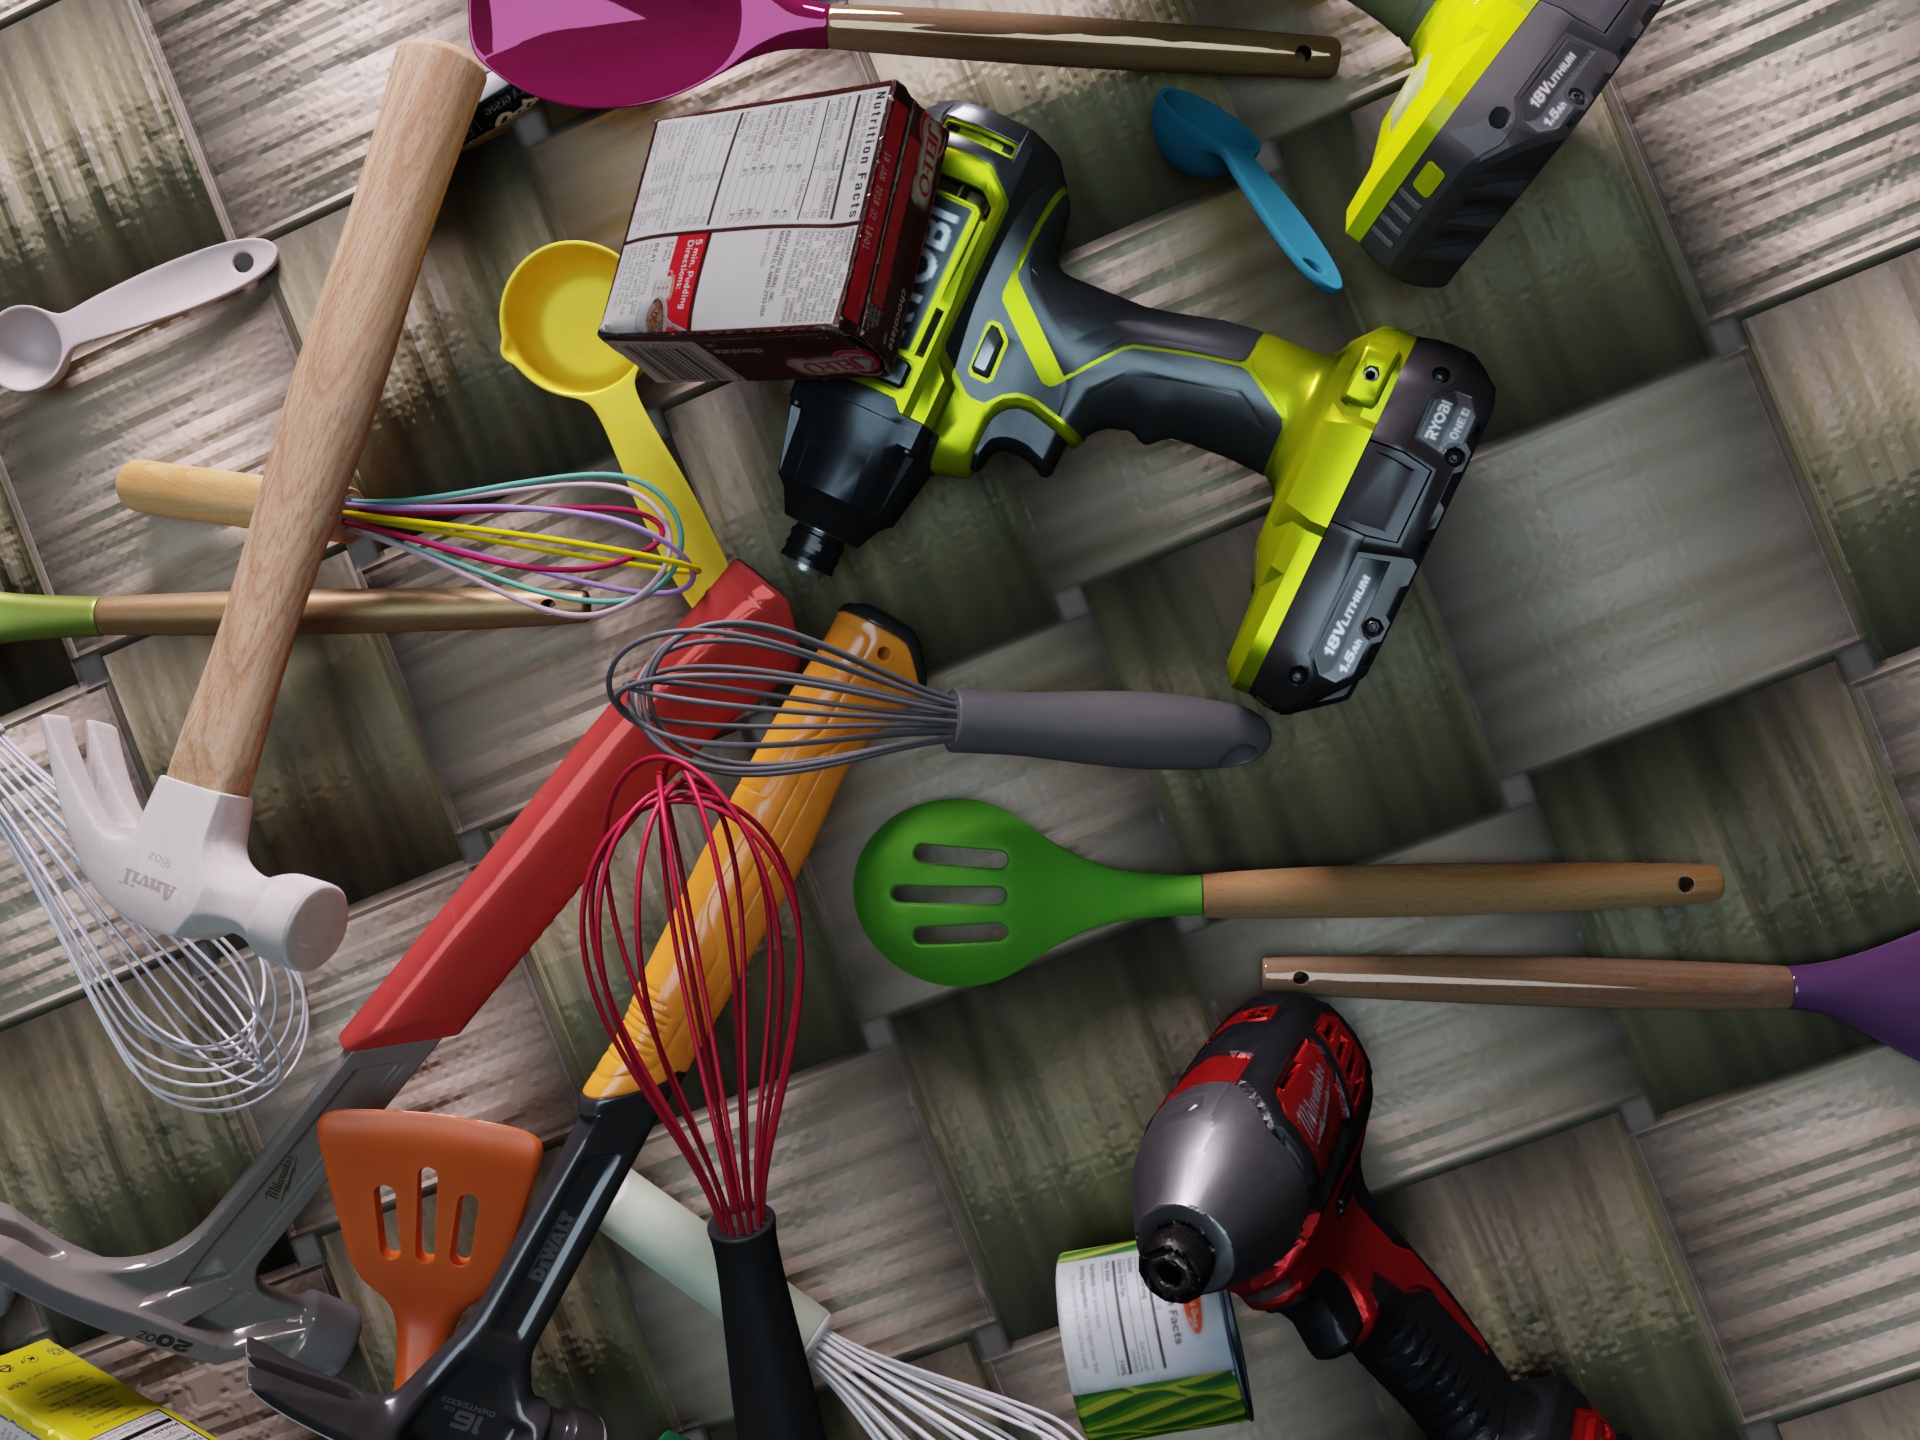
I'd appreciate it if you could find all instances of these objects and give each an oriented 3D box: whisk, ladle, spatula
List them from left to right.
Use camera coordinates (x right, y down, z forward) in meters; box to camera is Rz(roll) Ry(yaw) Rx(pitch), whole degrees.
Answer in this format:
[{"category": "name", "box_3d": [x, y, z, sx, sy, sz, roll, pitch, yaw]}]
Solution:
[{"category": "whisk", "box_3d": [-0.347, 0.030, 0.588, 0.070, 0.070, 0.284, -35, 101, 6]}, {"category": "ladle", "box_3d": [-0.303, -0.041, 0.624, 0.320, 0.062, 0.078, -1, 93, 0]}, {"category": "spatula", "box_3d": [-0.211, 0.301, 0.578, 0.081, 0.041, 0.322, 8, 87, -3]}, {"category": "whisk", "box_3d": [-0.212, -0.076, 0.598, 0.245, 0.047, 0.051, 9, 117, 13]}, {"category": "whisk", "box_3d": [-0.076, 0.152, 0.535, 0.073, 0.073, 0.295, -5, 106, 7]}, {"category": "whisk", "box_3d": [-0.049, 0.237, 0.595, 0.246, 0.059, 0.058, 33, 58, 9]}, {"category": "whisk", "box_3d": [-0.001, -0.003, 0.550, 0.239, 0.055, 0.055, 4, 92, -16]}, {"category": "spatula", "box_3d": [0.267, 0.097, 0.566, 0.316, 0.018, 0.060, 1, 92, 6]}]

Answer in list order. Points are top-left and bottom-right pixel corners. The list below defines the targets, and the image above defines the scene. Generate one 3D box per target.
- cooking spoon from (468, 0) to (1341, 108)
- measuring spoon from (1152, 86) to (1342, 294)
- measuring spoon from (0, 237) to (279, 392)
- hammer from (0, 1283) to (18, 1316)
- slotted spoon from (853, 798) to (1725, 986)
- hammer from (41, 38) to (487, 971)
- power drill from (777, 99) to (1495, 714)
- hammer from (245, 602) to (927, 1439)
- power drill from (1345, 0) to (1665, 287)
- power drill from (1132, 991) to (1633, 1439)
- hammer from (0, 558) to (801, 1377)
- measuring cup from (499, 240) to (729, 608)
[{"category": "cooking spoon", "box_3d": [-0.022, -0.251, 0.580, 0.319, 0.017, 0.068, 5, 101, 2]}, {"category": "measuring spoon", "box_3d": [0.096, -0.176, 0.544, 0.042, 0.129, 0.021, 8, 133, -29]}, {"category": "measuring spoon", "box_3d": [-0.327, -0.163, 0.634, 0.124, 0.018, 0.034, -22, 89, 0]}, {"category": "hammer", "box_3d": [-0.232, 0.329, 0.620, 0.405, 0.035, 0.144, 15, 93, 6]}, {"category": "slotted spoon", "box_3d": [0.114, 0.061, 0.579, 0.314, 0.031, 0.070, -1, 87, 5]}, {"category": "hammer", "box_3d": [-0.236, -0.087, 0.571, 0.130, 0.031, 0.331, 13, 84, 19]}, {"category": "power drill", "box_3d": [0.053, -0.096, 0.560, 0.223, 0.080, 0.171, 25, 93, 9]}, {"category": "hammer", "box_3d": [-0.112, 0.105, 0.564, 0.127, 0.034, 0.337, 31, 83, -24]}, {"category": "power drill", "box_3d": [0.097, -0.249, 0.518, 0.228, 0.080, 0.191, 37, 64, 3]}, {"category": "power drill", "box_3d": [0.136, 0.209, 0.521, 0.078, 0.143, 0.219, -33, 89, 31]}, {"category": "hammer", "box_3d": [-0.191, 0.083, 0.585, 0.149, 0.037, 0.359, 39, 91, -31]}, {"category": "measuring cup", "box_3d": [-0.121, -0.106, 0.608, 0.062, 0.029, 0.156, -24, 100, 3]}]
